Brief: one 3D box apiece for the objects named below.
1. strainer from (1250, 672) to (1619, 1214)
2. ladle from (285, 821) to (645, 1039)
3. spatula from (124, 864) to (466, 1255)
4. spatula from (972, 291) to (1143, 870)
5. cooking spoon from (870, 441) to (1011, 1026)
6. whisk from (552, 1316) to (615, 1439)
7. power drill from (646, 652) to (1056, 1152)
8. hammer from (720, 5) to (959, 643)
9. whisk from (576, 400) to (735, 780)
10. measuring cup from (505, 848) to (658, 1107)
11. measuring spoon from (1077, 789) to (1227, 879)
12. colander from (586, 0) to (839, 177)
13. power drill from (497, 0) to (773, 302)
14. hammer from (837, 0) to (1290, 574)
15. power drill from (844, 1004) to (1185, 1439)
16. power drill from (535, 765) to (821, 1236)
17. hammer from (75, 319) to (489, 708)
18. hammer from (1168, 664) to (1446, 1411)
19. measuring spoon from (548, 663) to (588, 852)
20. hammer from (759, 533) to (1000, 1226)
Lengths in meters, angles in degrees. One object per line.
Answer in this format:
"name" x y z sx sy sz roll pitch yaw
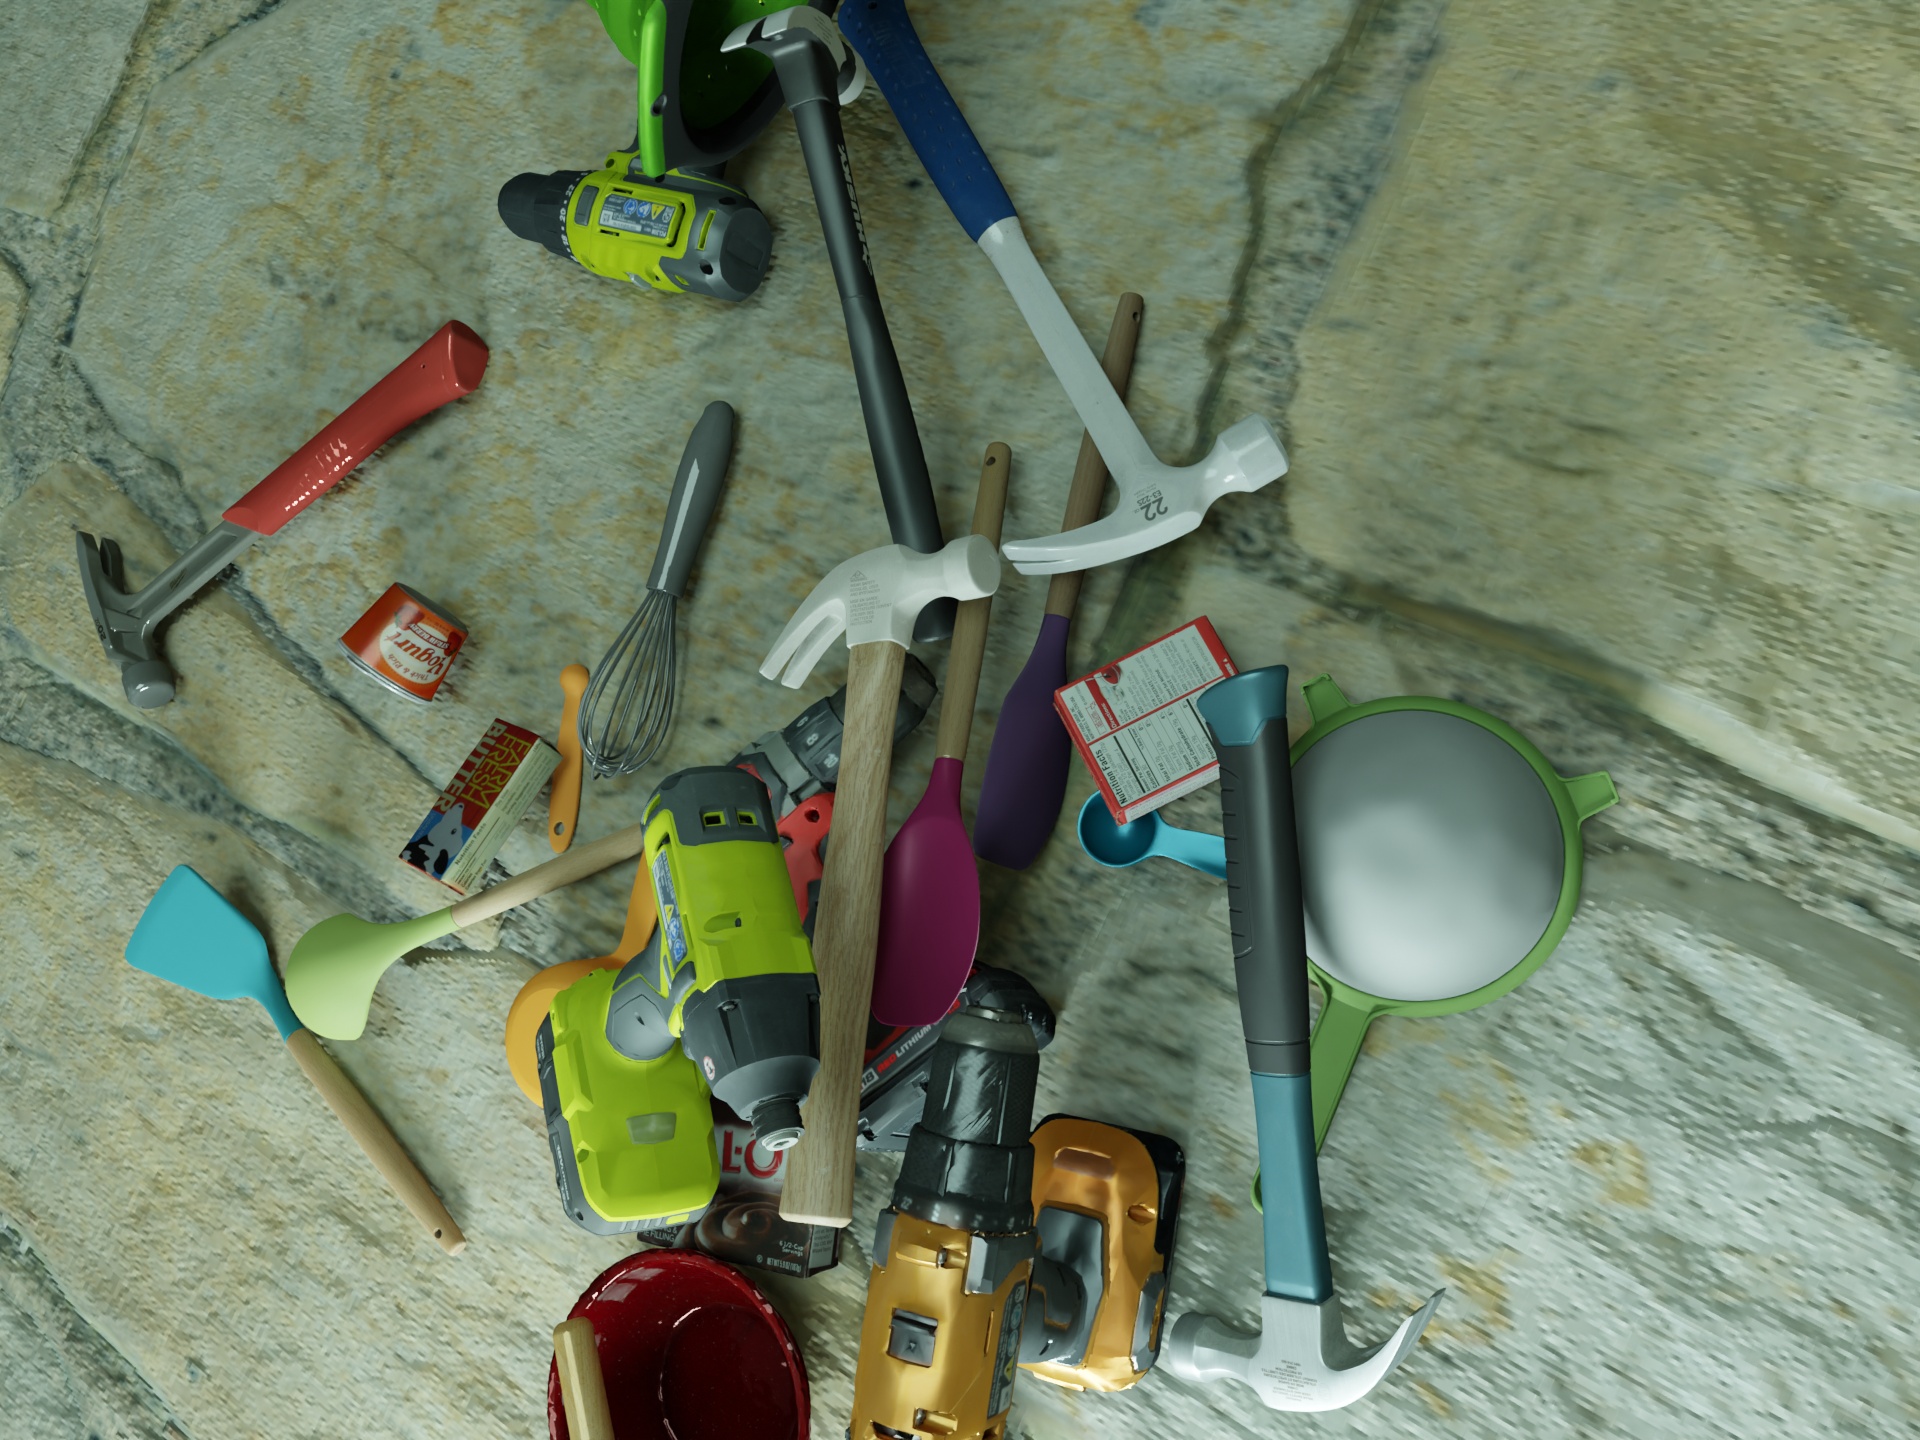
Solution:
"strainer" 0.182 0.109 0.721 0.151 0.069 0.256 22 91 21
"ladle" -0.273 0.110 0.958 0.320 0.062 0.078 -23 67 12
"spatula" -0.411 0.218 0.994 0.318 0.044 0.082 40 102 24
"spatula" 0.058 -0.077 0.834 0.018 0.059 0.316 3 76 47
"cooking spoon" -0.001 -0.003 0.804 0.069 0.017 0.319 -6 64 33
"whisk" -0.174 0.424 0.788 0.047 0.051 0.245 -27 68 25
"power drill" -0.045 0.089 0.833 0.188 0.080 0.227 -42 63 7
"hammer" -0.050 -0.205 0.838 0.035 0.146 0.335 -12 96 16
"whisk" -0.176 -0.078 0.939 0.055 0.055 0.239 13 83 26
"measuring cup" -0.203 0.139 0.897 0.095 0.052 0.173 20 97 27
"measuring spoon" 0.121 0.066 0.796 0.129 0.021 0.042 16 83 17
"colander" -0.095 -0.465 0.862 0.094 0.204 0.397 30 63 4
"power drill" -0.183 -0.381 0.979 0.191 0.080 0.228 19 92 25
"hammer" 0.020 -0.256 0.866 0.144 0.035 0.406 -29 65 8
"power drill" 0.030 0.217 0.689 0.084 0.226 0.185 6 83 25
"power drill" -0.132 0.151 0.753 0.223 0.080 0.171 -54 45 45
"hammer" -0.468 -0.162 1.092 0.359 0.036 0.149 -34 69 16
"hammer" 0.139 0.141 0.707 0.128 0.033 0.331 -4 92 40
"measuring spoon" -0.241 0.022 0.968 0.021 0.011 0.117 -1 80 25
"hammer" -0.054 0.071 0.772 0.130 0.031 0.331 -8 68 35
